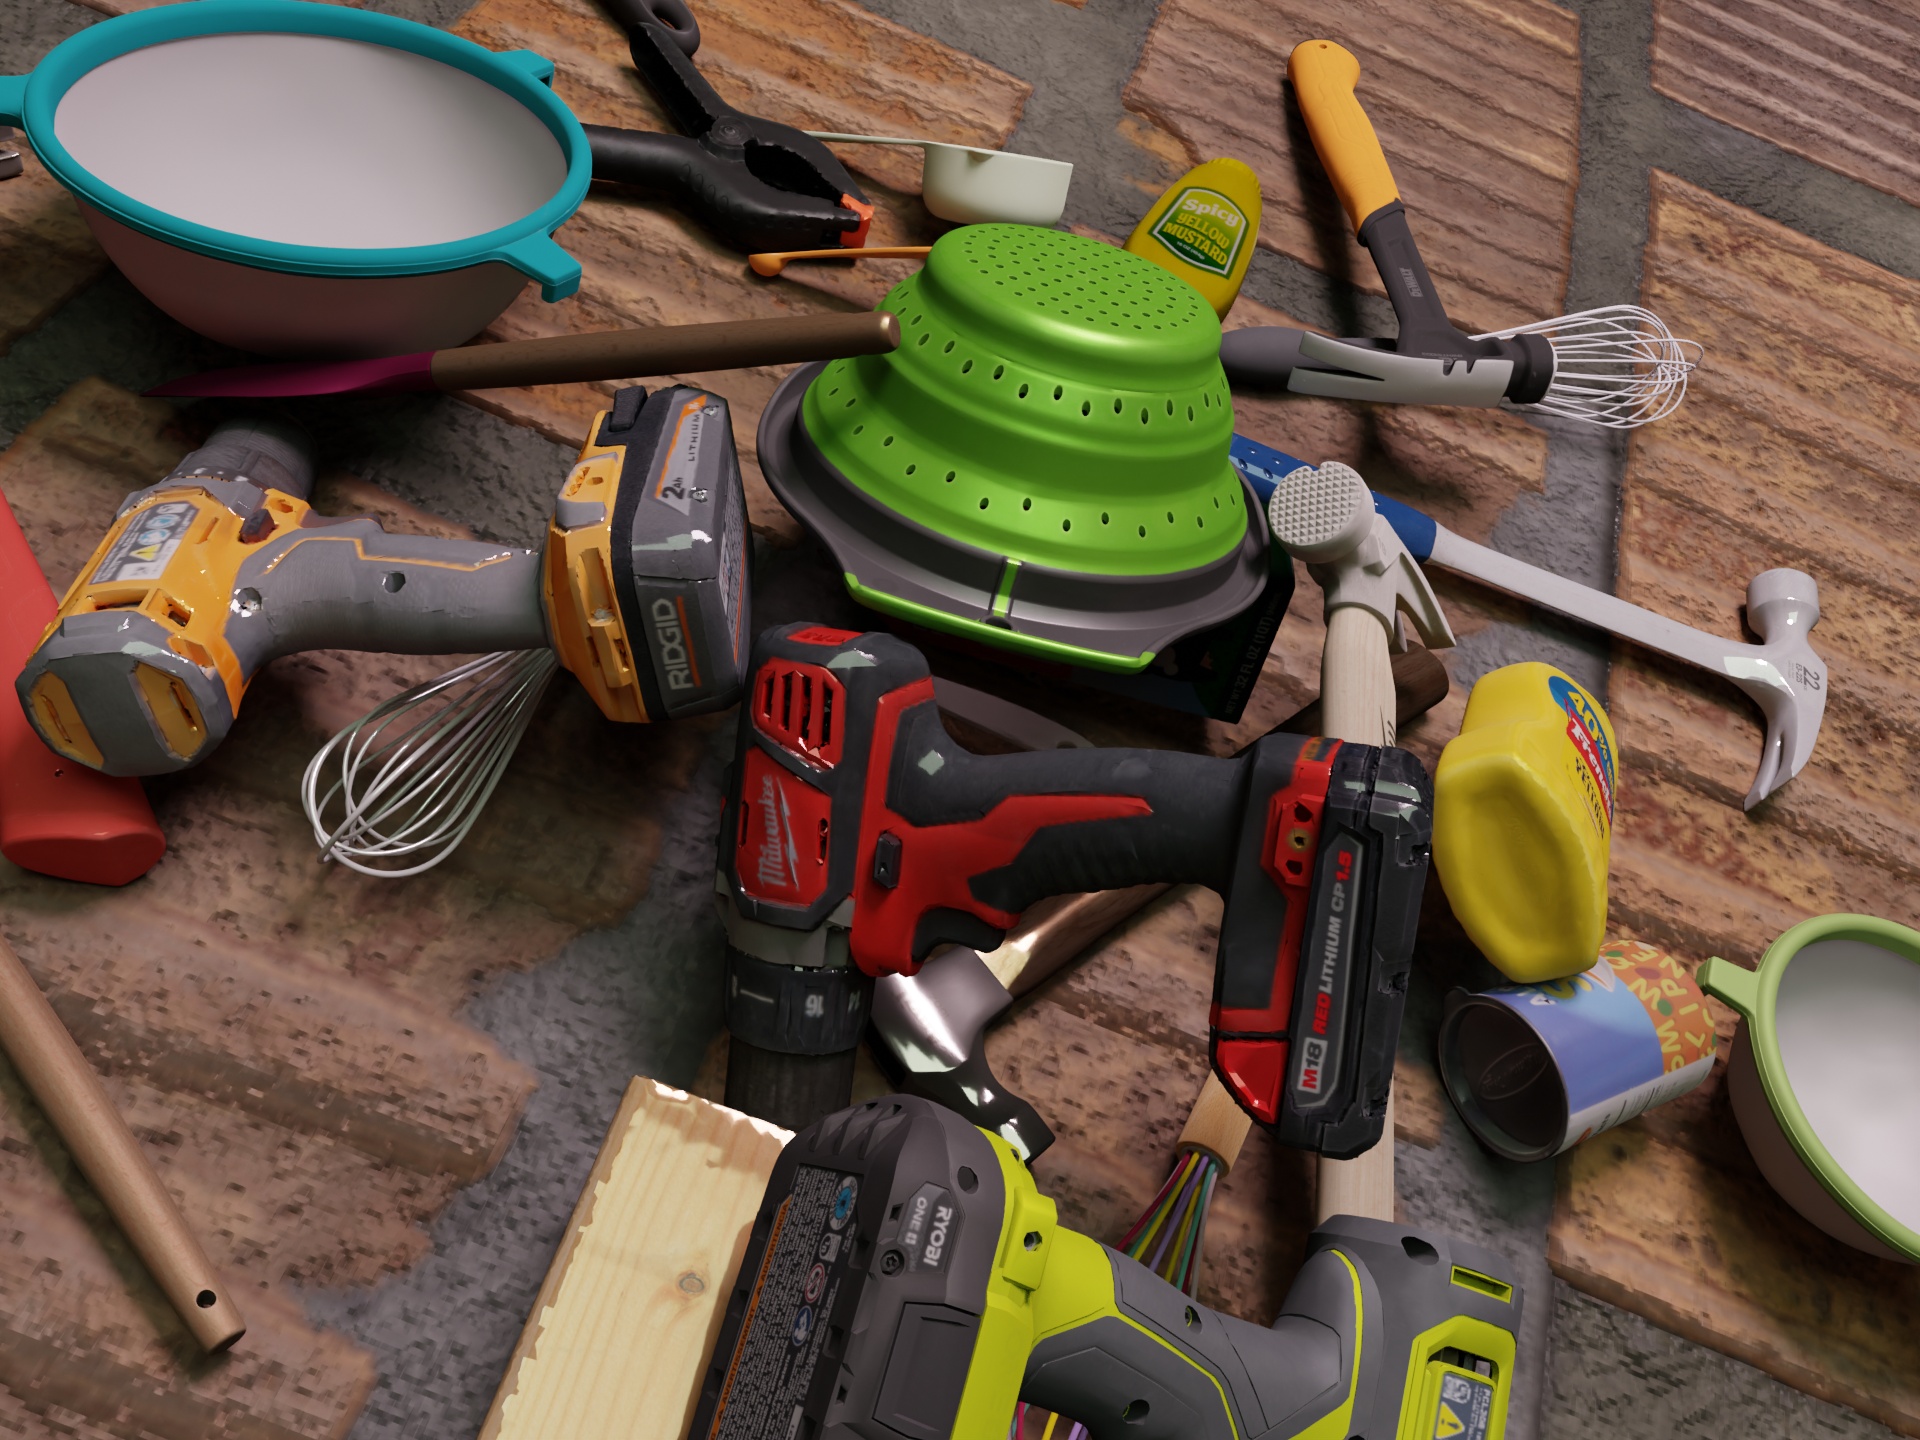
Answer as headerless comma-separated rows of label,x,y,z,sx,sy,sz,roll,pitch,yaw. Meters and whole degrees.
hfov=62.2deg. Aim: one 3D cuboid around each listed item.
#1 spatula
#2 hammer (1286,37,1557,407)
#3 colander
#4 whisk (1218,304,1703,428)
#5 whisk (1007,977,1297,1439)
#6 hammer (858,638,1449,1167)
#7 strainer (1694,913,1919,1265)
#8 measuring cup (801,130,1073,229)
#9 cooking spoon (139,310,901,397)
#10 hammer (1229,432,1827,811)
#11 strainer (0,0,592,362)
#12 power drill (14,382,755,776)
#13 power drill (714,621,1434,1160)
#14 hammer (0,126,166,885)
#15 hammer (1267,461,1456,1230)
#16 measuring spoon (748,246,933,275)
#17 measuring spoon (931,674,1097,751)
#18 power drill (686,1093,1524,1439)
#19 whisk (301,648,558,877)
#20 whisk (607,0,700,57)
spatula,-0.322,0.074,0.515,0.060,0.018,0.316,-30,70,-40
hammer,0.218,-0.287,0.877,0.127,0.034,0.337,2,48,-5
colander,0.039,-0.168,0.662,0.204,0.094,0.397,15,34,-3
whisk,0.266,-0.192,0.854,0.284,0.070,0.070,-1,59,-12
whisk,0.078,0.177,0.568,0.047,0.051,0.245,46,50,-12
hammer,0.092,0.045,0.657,0.331,0.031,0.130,-31,72,-31
strainer,0.385,0.204,0.624,0.151,0.069,0.257,-5,61,-23
measuring cup,-0.026,-0.282,0.826,0.167,0.038,0.083,11,20,12
cooking spoon,-0.172,-0.133,0.594,0.319,0.017,0.069,0,11,19
hammer,0.240,-0.080,0.781,0.405,0.035,0.144,21,54,-4
strainer,-0.326,-0.209,0.645,0.340,0.095,0.211,-1,47,-18
power drill,-0.192,-0.065,0.572,0.226,0.084,0.186,-6,38,0
power drill,0.025,0.074,0.510,0.227,0.188,0.080,10,9,16
hammer,-0.374,-0.094,0.597,0.149,0.036,0.359,-25,68,-29
hammer,0.148,0.118,0.582,0.038,0.146,0.411,-6,66,30
measuring spoon,-0.047,-0.222,0.769,0.117,0.011,0.021,2,13,13
measuring spoon,-0.001,-0.002,0.653,0.124,0.018,0.034,22,42,12
power drill,0.046,0.211,0.421,0.228,0.080,0.191,25,69,-22
whisk,-0.160,-0.029,0.617,0.057,0.059,0.246,42,50,-7
whisk,-0.242,-0.465,0.866,0.296,0.073,0.073,48,57,7
